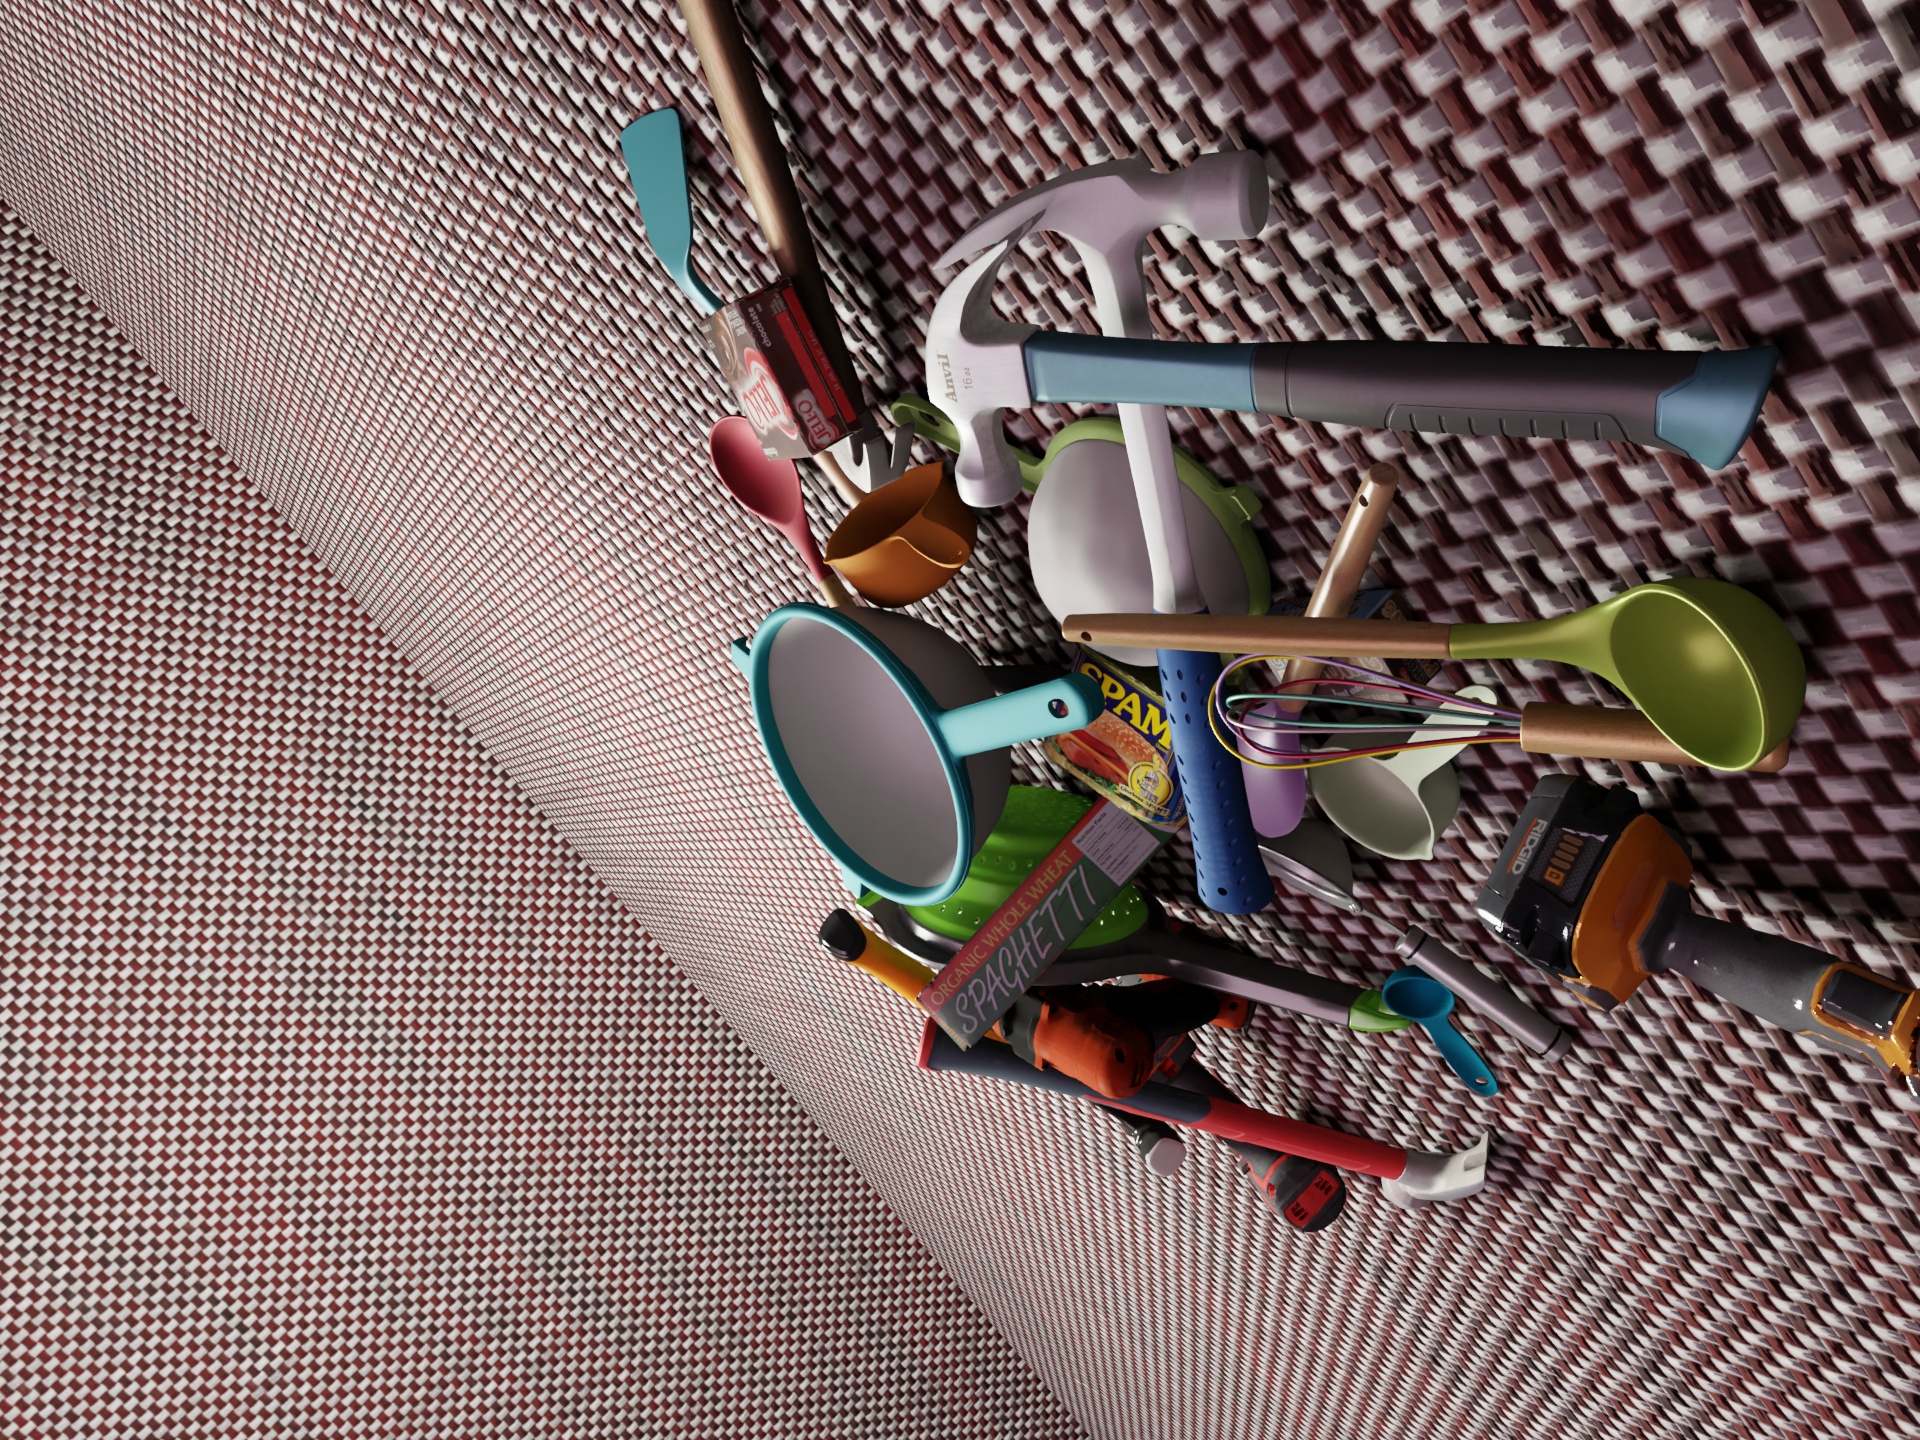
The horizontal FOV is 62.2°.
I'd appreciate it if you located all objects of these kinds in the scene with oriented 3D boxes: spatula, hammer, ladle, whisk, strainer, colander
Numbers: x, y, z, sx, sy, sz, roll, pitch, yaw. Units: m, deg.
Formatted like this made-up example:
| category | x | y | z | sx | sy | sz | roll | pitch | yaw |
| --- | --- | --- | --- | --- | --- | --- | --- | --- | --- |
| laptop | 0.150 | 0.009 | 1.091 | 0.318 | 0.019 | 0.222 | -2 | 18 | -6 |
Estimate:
| category | x | y | z | sx | sy | sz | roll | pitch | yaw |
| --- | --- | --- | --- | --- | --- | --- | --- | --- | --- |
| spatula | 0.167 | -0.021 | 0.773 | 0.060 | 0.018 | 0.315 | 50 | 161 | 23 |
| hammer | 0.027 | 0.232 | 1.192 | 0.336 | 0.034 | 0.127 | 37 | -179 | -25 |
| ladle | 0.178 | -0.027 | 0.672 | 0.320 | 0.062 | 0.078 | 4 | 130 | 34 |
| whisk | -0.021 | -0.030 | 1.126 | 0.296 | 0.073 | 0.073 | 5 | 134 | 51 |
| strainer | 0.045 | -0.106 | 0.862 | 0.256 | 0.069 | 0.151 | 33 | 154 | 26 |
| strainer | 0.254 | 0.121 | 0.917 | 0.258 | 0.050 | 0.087 | 36 | 174 | 9 |
| whisk | 0.224 | 0.004 | 0.693 | 0.245 | 0.047 | 0.051 | 5 | 155 | 31 |
| spatula | -0.115 | -0.229 | 1.002 | 0.082 | 0.044 | 0.317 | 10 | 143 | 54 |
| colander | 0.116 | 0.118 | 1.080 | 0.397 | 0.204 | 0.094 | 12 | 107 | 30 |
| hammer | 0.098 | -0.065 | 0.760 | 0.144 | 0.035 | 0.405 | 5 | 130 | 28 |
| hammer | -0.095 | -0.267 | 0.860 | 0.130 | 0.031 | 0.331 | 48 | 162 | 49 |
| hammer | 0.160 | 0.264 | 1.091 | 0.386 | 0.038 | 0.143 | 15 | 156 | 0 |
| strainer | -0.002 | -0.003 | 0.968 | 0.340 | 0.095 | 0.211 | -15 | 103 | 55 |
| ladle | -0.079 | -0.076 | 1.101 | 0.069 | 0.031 | 0.315 | -34 | 85 | 45 |
| hammer | 0.129 | -0.130 | 0.612 | 0.331 | 0.033 | 0.128 | 11 | 132 | 31 |

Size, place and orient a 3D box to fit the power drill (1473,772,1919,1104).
| category | x | y | z | sx | sy | sz | roll | pitch | yaw |
| --- | --- | --- | --- | --- | --- | --- | --- | --- | --- |
| power drill | 0.327 | 0.099 | 0.632 | 0.226 | 0.084 | 0.185 | 27 | 177 | 37 |

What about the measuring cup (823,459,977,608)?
| category | x | y | z | sx | sy | sz | roll | pitch | yaw |
| --- | --- | --- | --- | --- | --- | --- | --- | --- | --- |
| measuring cup | -0.017 | -0.096 | 0.931 | 0.052 | 0.095 | 0.174 | 51 | 175 | -28 |

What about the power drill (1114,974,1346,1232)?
| category | x | y | z | sx | sy | sz | roll | pitch | yaw |
| --- | --- | --- | --- | --- | --- | --- | --- | --- | --- |
| power drill | 0.197 | 0.296 | 1.241 | 0.219 | 0.078 | 0.143 | 42 | -179 | -5 |

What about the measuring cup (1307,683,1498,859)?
| category | x | y | z | sx | sy | sz | roll | pitch | yaw |
| --- | --- | --- | --- | --- | --- | --- | --- | --- | --- |
| measuring cup | 0.230 | 0.013 | 0.783 | 0.083 | 0.038 | 0.167 | 43 | 154 | 10 |

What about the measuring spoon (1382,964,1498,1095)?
| category | x | y | z | sx | sy | sz | roll | pitch | yaw |
| --- | --- | --- | --- | --- | --- | --- | --- | --- | --- |
| measuring spoon | 0.301 | 0.189 | 0.980 | 0.042 | 0.021 | 0.128 | -19 | 126 | 33 |
